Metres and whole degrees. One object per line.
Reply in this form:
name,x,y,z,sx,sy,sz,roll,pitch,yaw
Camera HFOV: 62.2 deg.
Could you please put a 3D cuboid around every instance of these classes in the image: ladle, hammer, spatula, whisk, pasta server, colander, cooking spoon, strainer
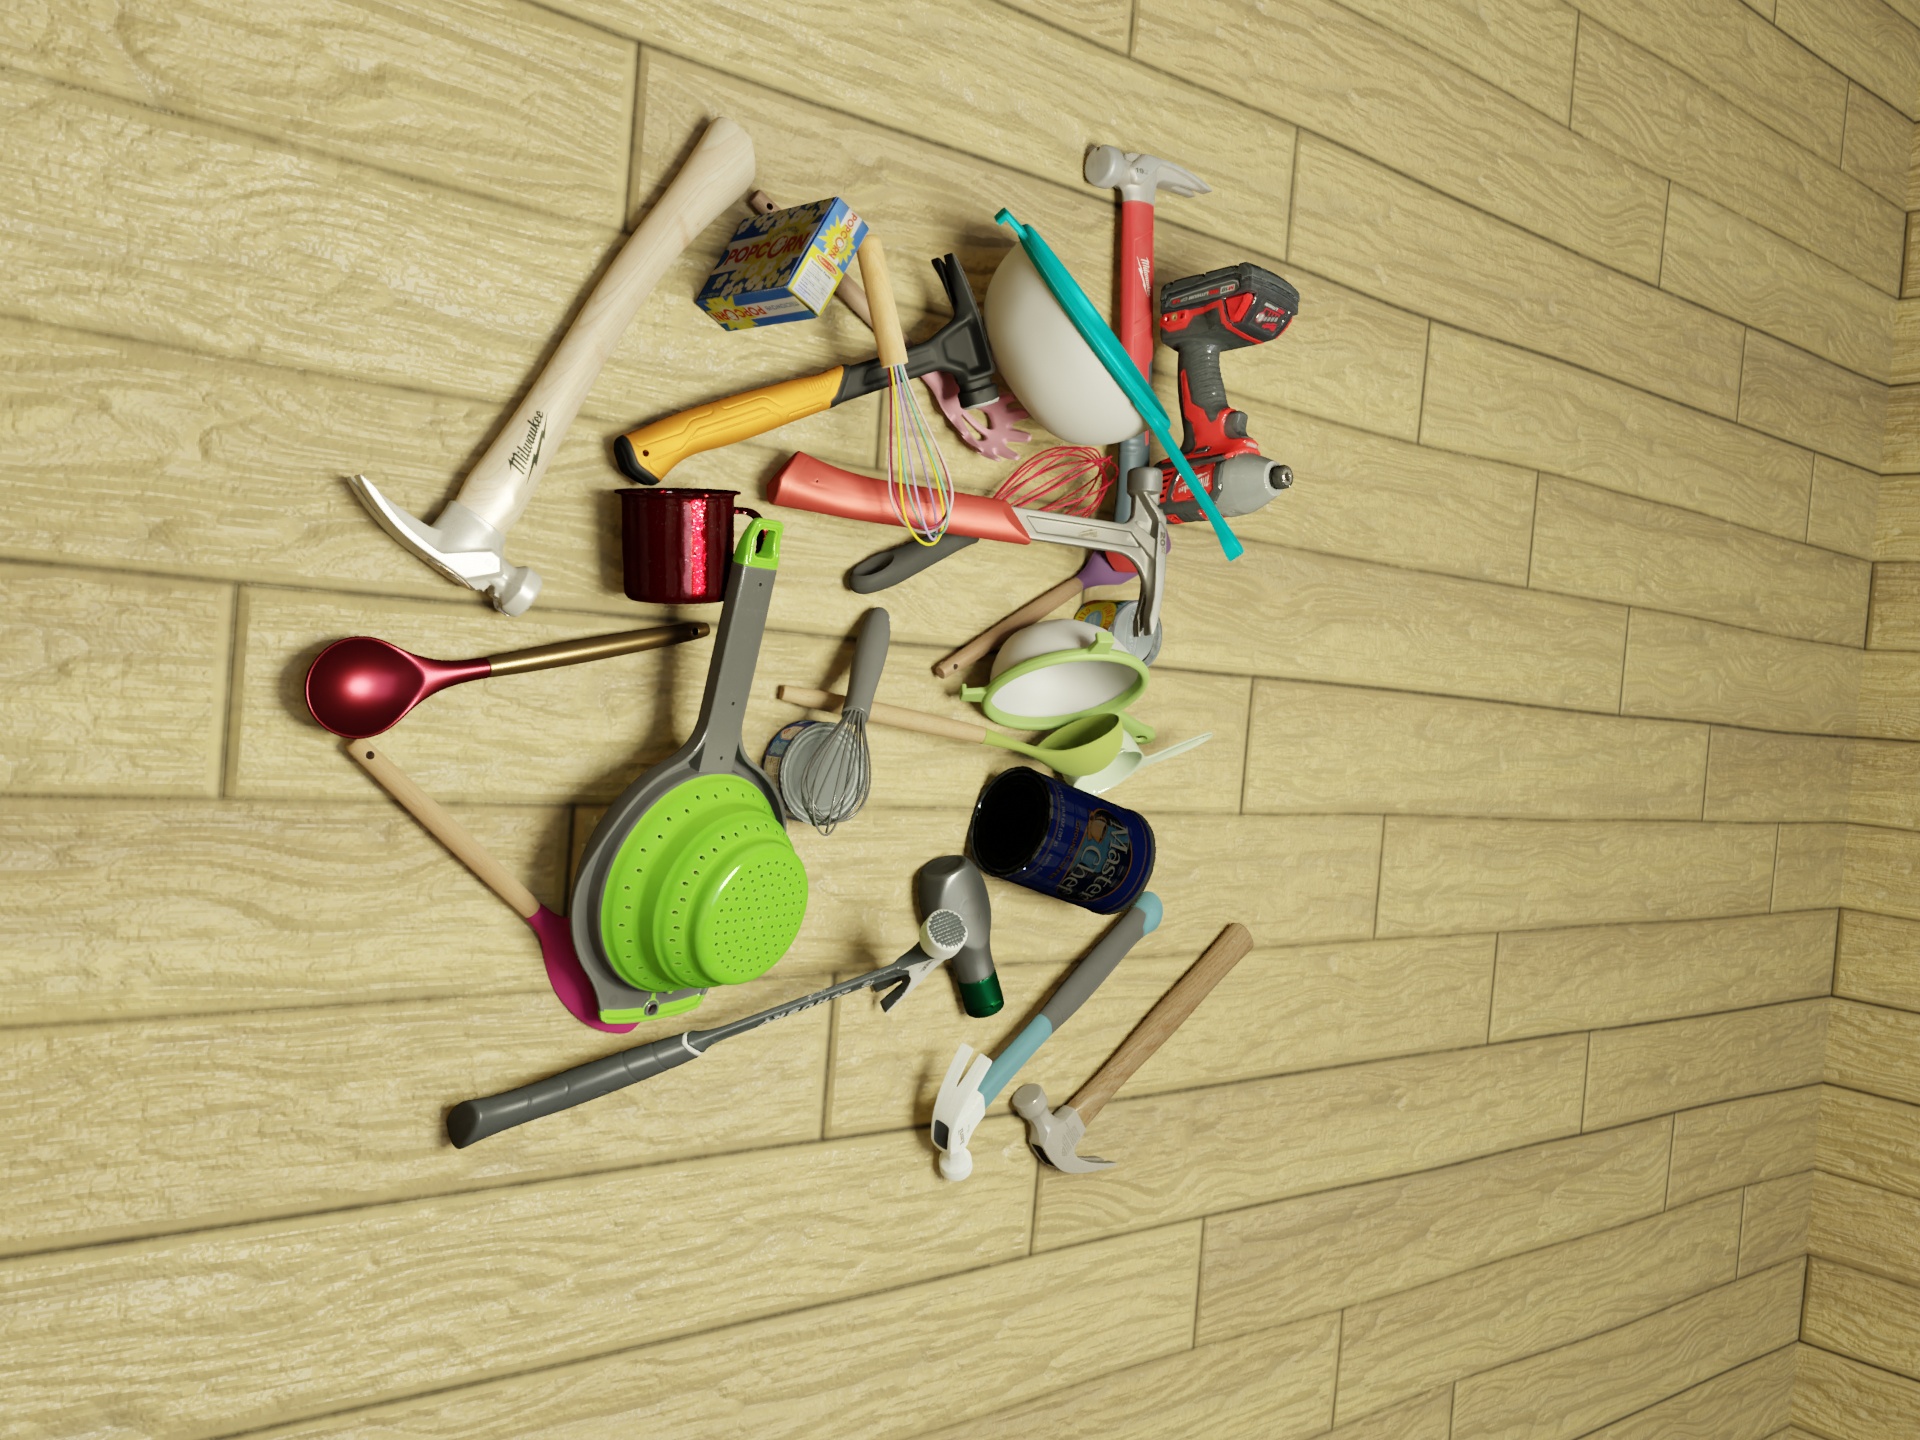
ladle,-0.317,-0.044,1.145,0.315,0.031,0.069,-13,103,-39
hammer,0.176,-0.332,1.499,0.143,0.038,0.386,0,91,-40
hammer,0.187,0.318,1.580,0.331,0.031,0.130,-40,117,-30
hammer,-0.274,-0.283,1.153,0.146,0.038,0.411,39,70,-33
hammer,0.086,0.274,1.478,0.331,0.033,0.128,-42,143,-33
spatula,0.091,-0.117,1.472,0.316,0.018,0.059,-35,114,-33
whisk,0.024,-0.173,1.390,0.296,0.073,0.073,-29,111,-28
whisk,-0.048,-0.258,1.253,0.047,0.051,0.245,-16,99,-23
ladle,-0.002,-0.004,1.362,0.320,0.078,0.062,12,90,-25
pasta server,-0.056,-0.325,1.323,0.316,0.040,0.060,40,73,-33
colander,-0.162,0.053,1.174,0.204,0.095,0.397,2,105,-53
hammer,0.013,-0.162,1.334,0.359,0.037,0.149,5,85,-24
cooking spoon,-0.328,0.122,1.155,0.069,0.017,0.318,-52,123,-23
strainer,0.114,-0.256,1.341,0.340,0.095,0.211,60,16,15
strainer,0.115,-0.038,1.459,0.256,0.151,0.069,27,48,-56
whisk,-0.086,-0.007,1.270,0.055,0.055,0.239,45,38,-32
hammer,-0.191,0.244,1.232,0.409,0.149,0.036,-16,68,-28
hammer,-0.120,-0.265,1.254,0.337,0.034,0.127,-26,108,-28

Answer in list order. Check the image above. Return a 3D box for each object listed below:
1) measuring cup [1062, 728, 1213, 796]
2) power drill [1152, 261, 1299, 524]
measuring cup,0.167,0.024,1.505,0.167,0.083,0.038,-18,63,-29
power drill,0.241,-0.290,1.440,0.078,0.143,0.220,10,83,-44
